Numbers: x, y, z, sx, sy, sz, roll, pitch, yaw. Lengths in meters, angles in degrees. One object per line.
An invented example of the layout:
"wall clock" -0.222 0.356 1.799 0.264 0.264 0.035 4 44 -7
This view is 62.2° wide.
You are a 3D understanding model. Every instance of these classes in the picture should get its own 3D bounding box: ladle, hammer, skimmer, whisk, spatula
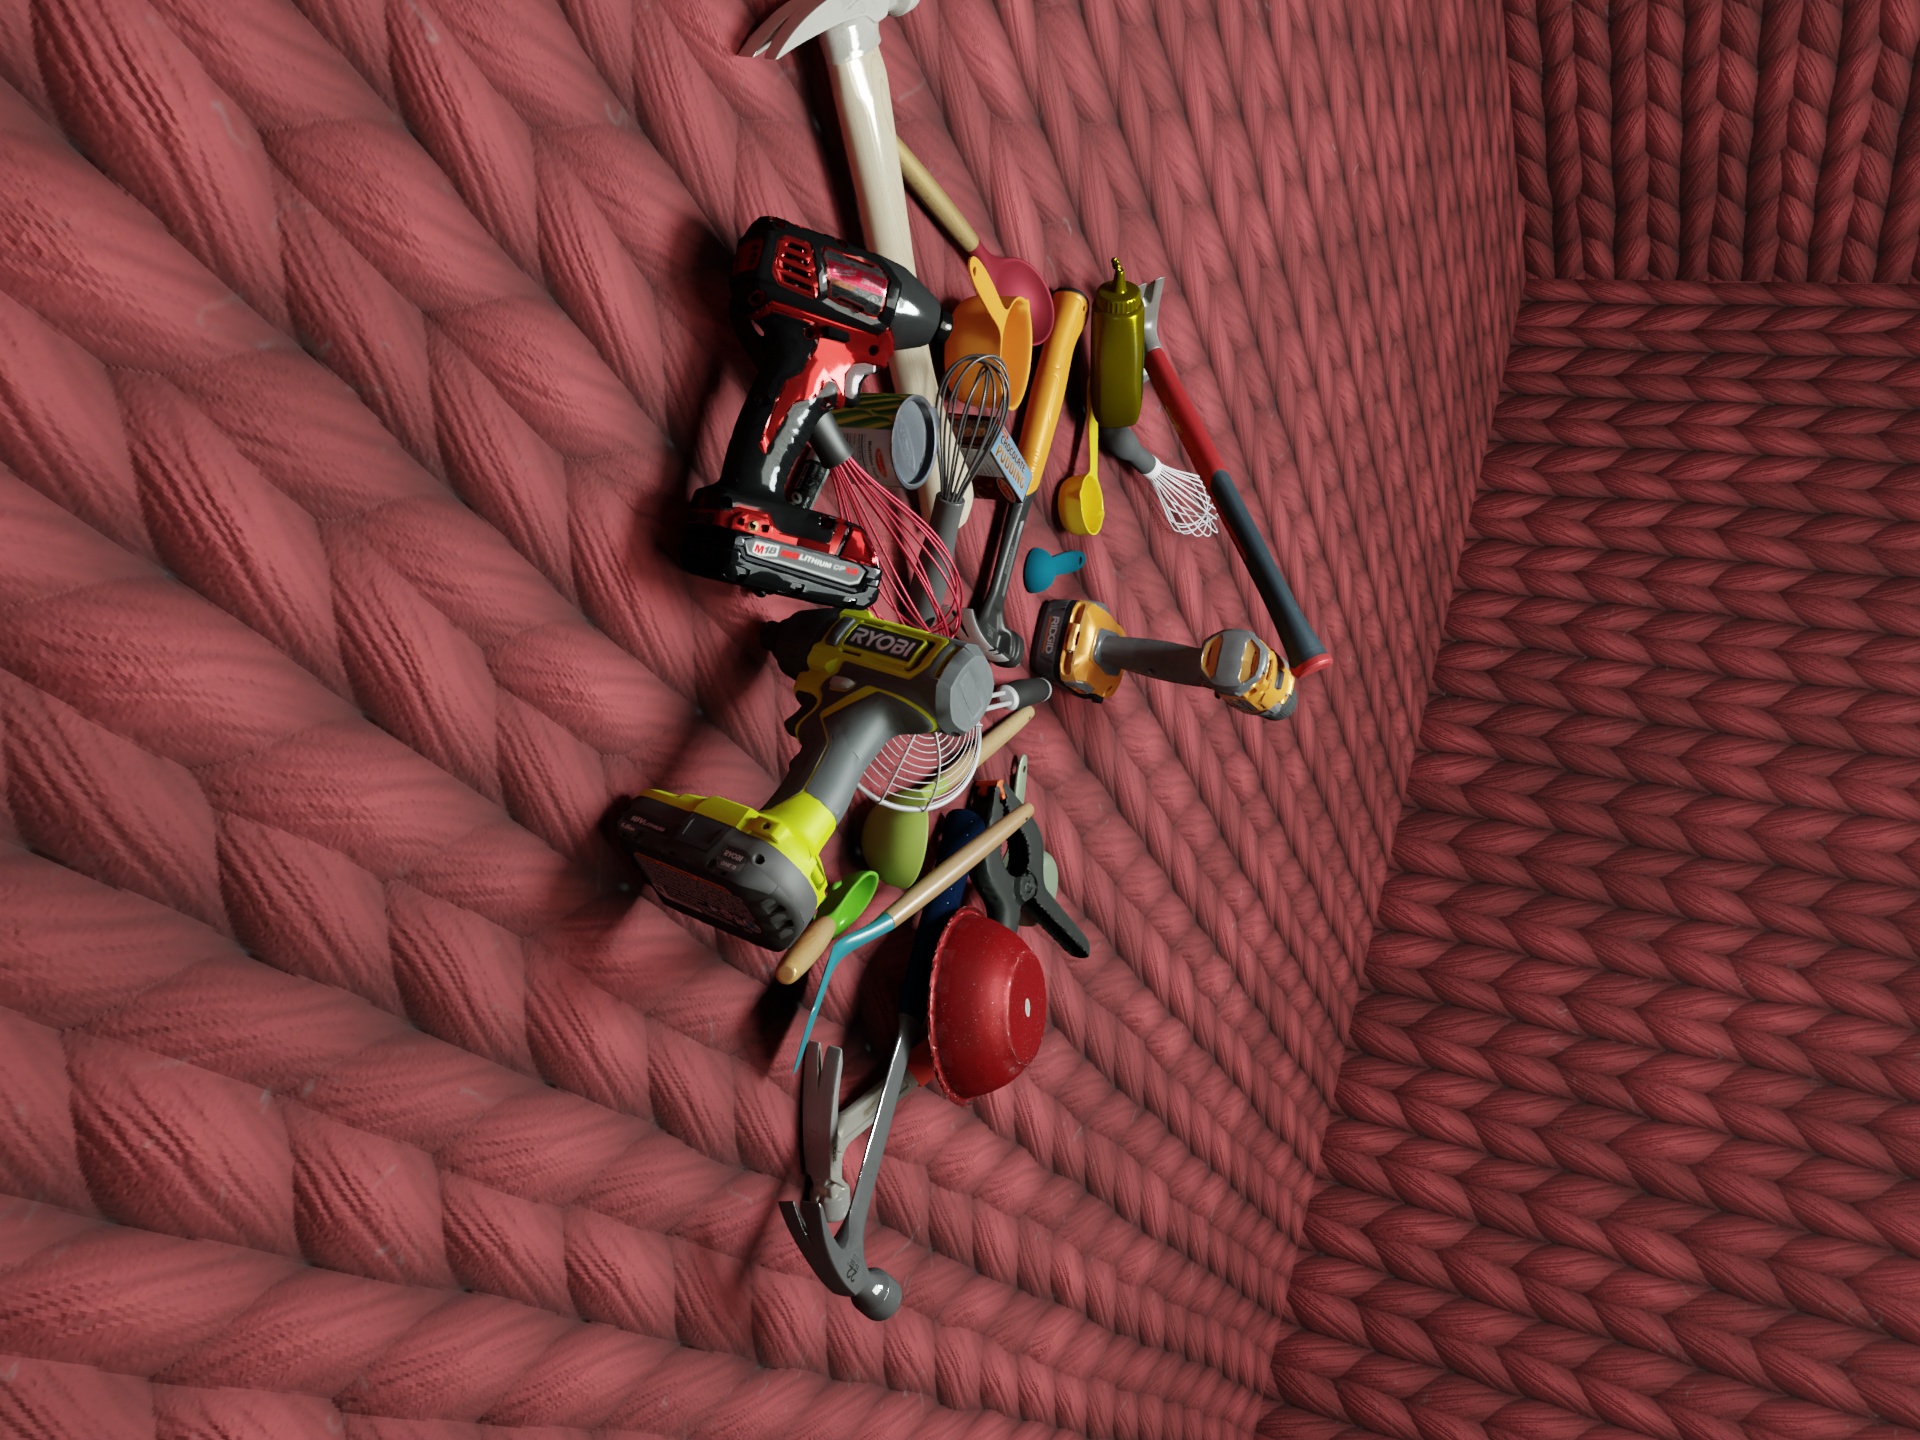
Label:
"ladle" -0.002 -0.378 1.217 0.315 0.031 0.069 31 66 -60
"ladle" 0.006 0.049 1.334 0.320 0.062 0.078 -38 152 -58
"hammer" -0.044 0.241 1.241 0.143 0.035 0.406 57 38 -42
"hammer" 0.055 -0.221 1.371 0.127 0.034 0.337 36 66 -62
"skimmer" -0.002 -0.004 1.315 0.127 0.090 0.363 66 17 3
"whisk" 0.207 -0.251 1.645 0.284 0.070 0.070 22 78 -58
"whisk" -0.073 -0.160 1.067 0.295 0.073 0.073 59 45 -32
"hammer" 0.239 -0.217 1.443 0.143 0.038 0.387 88 -21 -71
"hammer" -0.051 -0.303 1.122 0.146 0.038 0.410 -45 140 -34
"spatula" -0.032 0.150 1.233 0.317 0.044 0.082 -36 155 -40
"whisk" -0.009 -0.165 1.194 0.055 0.055 0.238 -41 152 -52
"hammer" -0.025 0.279 1.362 0.359 0.037 0.149 -25 120 -58

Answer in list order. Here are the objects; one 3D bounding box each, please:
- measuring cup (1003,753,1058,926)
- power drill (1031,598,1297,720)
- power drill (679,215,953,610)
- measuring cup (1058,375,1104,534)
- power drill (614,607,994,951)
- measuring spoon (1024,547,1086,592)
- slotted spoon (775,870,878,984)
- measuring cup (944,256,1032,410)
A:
"measuring cup" 0.067 0.114 1.488 0.083 0.038 0.167 -25 122 -59
"power drill" 0.202 -0.048 1.496 0.185 0.226 0.084 25 76 -62
"power drill" -0.086 -0.185 0.983 0.143 0.079 0.219 12 92 -30
"measuring cup" 0.112 -0.249 1.496 0.062 0.029 0.157 24 64 -61
"power drill" -0.105 0.022 0.999 0.223 0.171 0.080 -54 143 -28
"measuring spoon" 0.097 -0.144 1.487 0.128 0.021 0.042 -21 117 -59
"slotted spoon" -0.093 0.141 1.067 0.070 0.031 0.314 -53 179 2
"measuring cup" 0.009 -0.303 1.212 0.173 0.052 0.095 48 52 -66
